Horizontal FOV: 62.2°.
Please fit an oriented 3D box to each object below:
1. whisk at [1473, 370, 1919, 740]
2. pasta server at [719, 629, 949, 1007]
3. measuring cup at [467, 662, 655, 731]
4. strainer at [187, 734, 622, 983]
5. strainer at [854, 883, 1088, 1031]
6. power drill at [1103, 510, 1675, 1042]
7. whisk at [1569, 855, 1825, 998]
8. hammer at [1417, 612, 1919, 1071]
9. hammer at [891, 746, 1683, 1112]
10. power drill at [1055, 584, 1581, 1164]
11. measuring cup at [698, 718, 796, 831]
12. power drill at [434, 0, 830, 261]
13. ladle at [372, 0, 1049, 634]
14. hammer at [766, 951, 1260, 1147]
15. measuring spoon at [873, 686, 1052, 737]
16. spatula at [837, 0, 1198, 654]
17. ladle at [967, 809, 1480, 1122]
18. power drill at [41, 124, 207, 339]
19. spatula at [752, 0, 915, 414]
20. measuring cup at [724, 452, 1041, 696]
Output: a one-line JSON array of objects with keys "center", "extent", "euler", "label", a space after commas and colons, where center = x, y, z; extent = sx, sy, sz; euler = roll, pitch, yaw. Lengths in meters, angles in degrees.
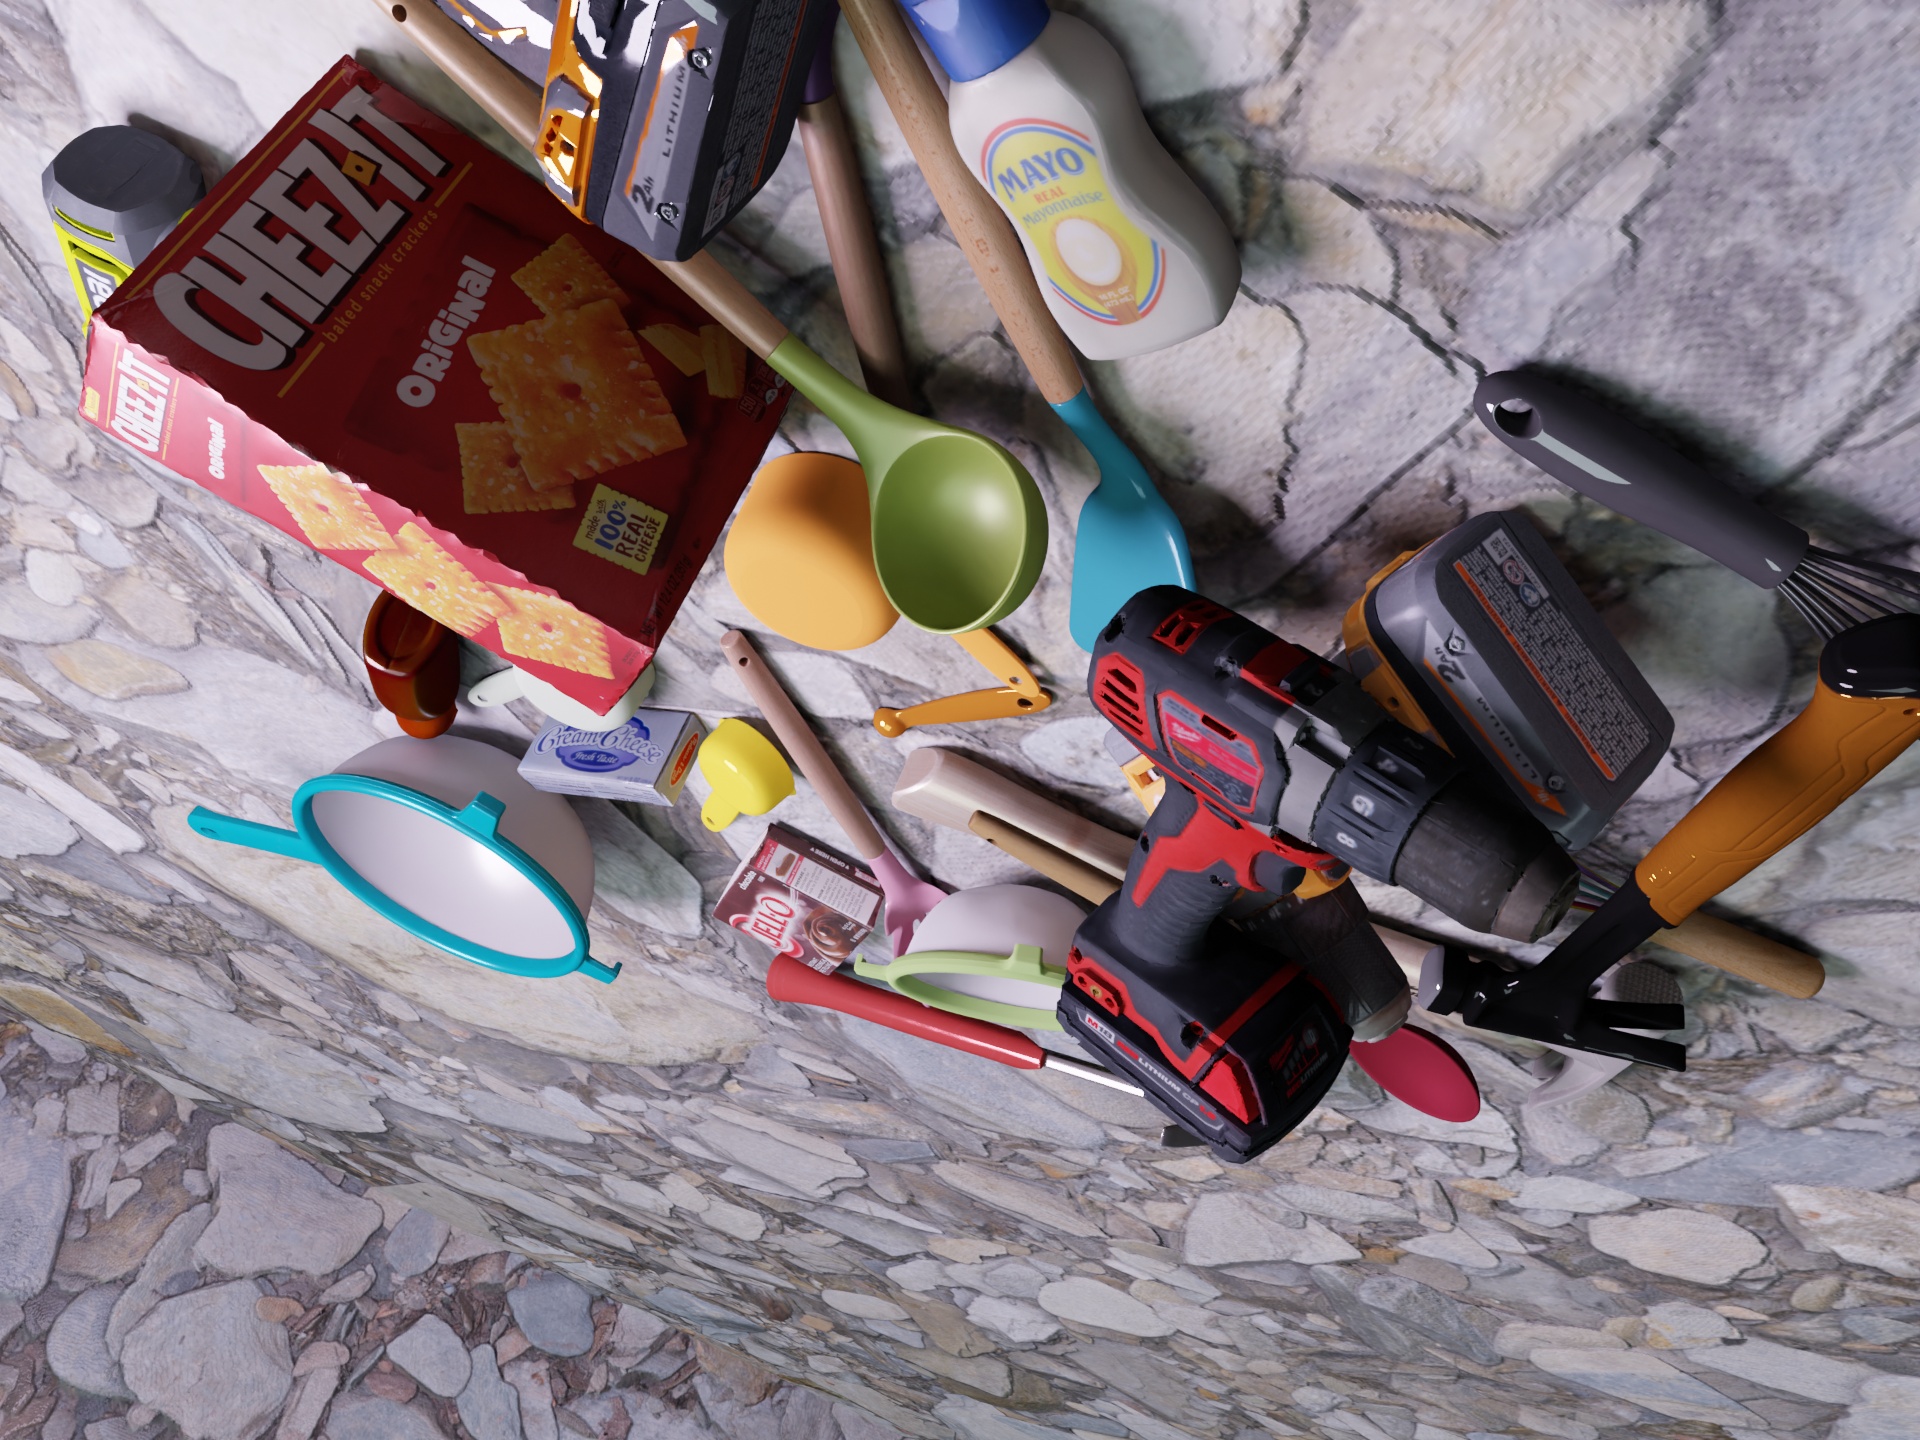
[{"center": [0.278, -0.054, 0.544], "extent": [0.239, 0.055, 0.055], "euler": [30, 147, -3], "label": "whisk"}, {"center": [-0.059, 0.064, 0.928], "extent": [0.315, 0.060, 0.040], "euler": [60, 177, -41], "label": "pasta server"}, {"center": [-0.246, -0.017, 0.922], "extent": [0.167, 0.038, 0.083], "euler": [-15, 132, 41], "label": "measuring cup"}, {"center": [-0.378, 0.066, 1.077], "extent": [0.340, 0.095, 0.210], "euler": [8, 142, 26], "label": "strainer"}, {"center": [0.073, 0.152, 0.967], "extent": [0.256, 0.069, 0.151], "euler": [25, 155, -38], "label": "strainer"}, {"center": [0.175, 0.037, 0.655], "extent": [0.185, 0.084, 0.226], "euler": [55, 145, 2], "label": "power drill"}, {"center": [0.289, 0.075, 0.731], "extent": [0.245, 0.047, 0.051], "euler": [21, 158, -6], "label": "whisk"}, {"center": [0.295, 0.063, 0.630], "extent": [0.127, 0.034, 0.336], "euler": [13, 150, 3], "label": "hammer"}, {"center": [0.158, 0.108, 0.862], "extent": [0.410, 0.038, 0.146], "euler": [20, 149, 5], "label": "hammer"}, {"center": [0.125, 0.073, 0.617], "extent": [0.188, 0.080, 0.226], "euler": [35, 141, 29], "label": "power drill"}, {"center": [-0.142, 0.047, 0.951], "extent": [0.062, 0.029, 0.156], "euler": [45, 150, 0], "label": "measuring cup"}, {"center": [-0.149, -0.256, 0.462], "extent": [0.226, 0.084, 0.164], "euler": [34, 148, 0], "label": "power drill"}, {"center": [-0.092, -0.153, 0.588], "extent": [0.320, 0.062, 0.078], "euler": [41, 123, -13], "label": "ladle"}, {"center": [0.014, 0.208, 1.035], "extent": [0.359, 0.037, 0.149], "euler": [11, 176, 32], "label": "hammer"}, {"center": [-0.001, -0.003, 0.818], "extent": [0.117, 0.011, 0.021], "euler": [-8, 136, 39], "label": "measuring spoon"}, {"center": [0.022, -0.132, 0.579], "extent": [0.082, 0.044, 0.317], "euler": [26, 159, 45], "label": "spatula"}, {"center": [0.142, 0.127, 0.841], "extent": [0.315, 0.031, 0.069], "euler": [29, 150, -7], "label": "ladle"}, {"center": [-0.291, -0.150, 0.725], "extent": [0.223, 0.080, 0.171], "euler": [26, 148, 1], "label": "power drill"}, {"center": [-0.043, -0.196, 0.555], "extent": [0.060, 0.018, 0.315], "euler": [7, 144, 16], "label": "spatula"}, {"center": [-0.032, -0.047, 0.733], "extent": [0.173, 0.052, 0.095], "euler": [39, 144, -21], "label": "measuring cup"}]
